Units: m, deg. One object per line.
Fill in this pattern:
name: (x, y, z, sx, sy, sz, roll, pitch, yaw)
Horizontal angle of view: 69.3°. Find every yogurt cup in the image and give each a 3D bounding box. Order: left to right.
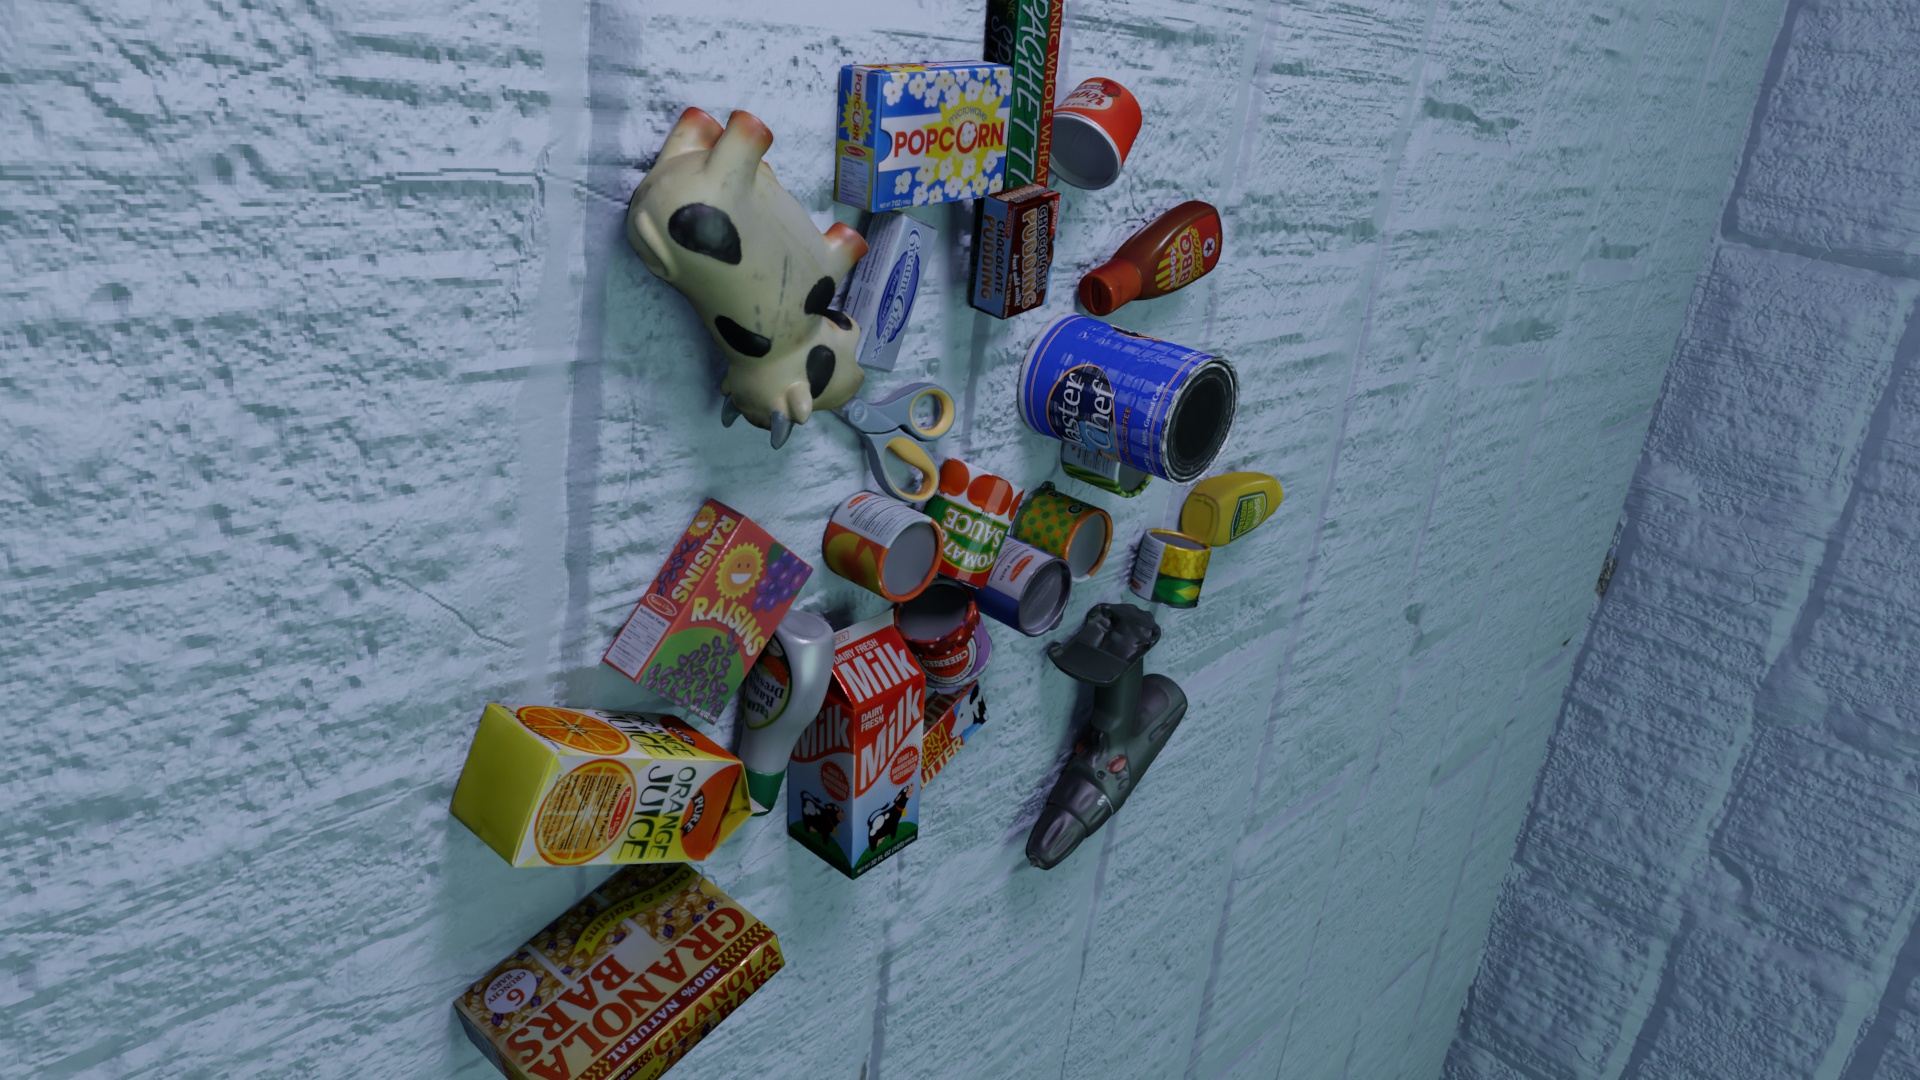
yogurt cup: (0.096, -0.296, 1.003, 0.054, 0.072, 0.072, -57, 144, -25)

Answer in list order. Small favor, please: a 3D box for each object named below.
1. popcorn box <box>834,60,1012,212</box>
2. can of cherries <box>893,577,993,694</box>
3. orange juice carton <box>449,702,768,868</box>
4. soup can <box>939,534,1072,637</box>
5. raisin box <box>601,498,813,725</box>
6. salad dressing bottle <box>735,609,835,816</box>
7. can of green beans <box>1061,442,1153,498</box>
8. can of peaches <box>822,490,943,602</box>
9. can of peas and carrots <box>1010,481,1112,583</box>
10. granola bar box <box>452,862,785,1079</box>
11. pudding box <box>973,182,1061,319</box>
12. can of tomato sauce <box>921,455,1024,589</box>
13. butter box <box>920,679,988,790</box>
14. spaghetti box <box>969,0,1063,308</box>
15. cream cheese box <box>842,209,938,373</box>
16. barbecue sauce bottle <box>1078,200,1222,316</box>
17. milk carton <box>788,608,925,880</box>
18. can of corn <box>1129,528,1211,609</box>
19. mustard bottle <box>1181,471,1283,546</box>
popcorn box: (-0.022, -0.262, 0.894, 0.127, 0.038, 0.084, -22, 127, -44)
can of cherries: (-0.013, 0.073, 1.065, 0.072, 0.071, 0.058, -46, 140, -25)
orange juice carton: (-0.207, 0.153, 0.865, 0.193, 0.072, 0.073, 15, 98, -53)
soup can: (0.036, 0.032, 1.093, 0.072, 0.084, 0.071, -28, 130, -40)
raisin box: (-0.160, 0.046, 0.893, 0.123, 0.040, 0.086, -58, 142, -9)
salad dressing bottle: (-0.128, 0.121, 0.960, 0.044, 0.064, 0.147, -2, 118, -43)
can of green beans: (0.128, -0.075, 1.170, 0.071, 0.058, 0.071, -29, 130, -40)
can of peaches: (-0.054, 0.006, 0.987, 0.071, 0.058, 0.071, -28, 129, -40)
can of peas and carrots: (0.086, -0.007, 1.155, 0.071, 0.059, 0.070, -29, 131, -40)
granola bar box: (-0.215, 0.282, 0.883, 0.166, 0.124, 0.038, -36, 136, -34)
pudding box: (0.039, -0.199, 0.956, 0.050, 0.030, 0.083, -26, 135, -40)
can of tomato sauce: (0.004, -0.013, 1.039, 0.071, 0.071, 0.083, 21, 92, -54)
butter box: (-0.020, 0.159, 1.144, 0.104, 0.024, 0.053, -43, 139, -28)
spaghetti box: (0.038, -0.283, 0.966, 0.050, 0.029, 0.248, -23, 127, -44)
cream cheese box: (-0.050, -0.164, 0.916, 0.053, 0.024, 0.103, 0, 110, -67)
barbecue sauce bottle: (0.155, -0.226, 1.132, 0.149, 0.044, 0.064, -34, 133, -36)
milk carton: (-0.077, 0.144, 1.022, 0.072, 0.073, 0.189, -22, 125, -43)
can of corn: (0.200, 0.026, 1.309, 0.071, 0.071, 0.058, -6, 113, -50)
mustard bottle: (0.282, -0.039, 1.392, 0.161, 0.049, 0.065, -20, 126, -45)
